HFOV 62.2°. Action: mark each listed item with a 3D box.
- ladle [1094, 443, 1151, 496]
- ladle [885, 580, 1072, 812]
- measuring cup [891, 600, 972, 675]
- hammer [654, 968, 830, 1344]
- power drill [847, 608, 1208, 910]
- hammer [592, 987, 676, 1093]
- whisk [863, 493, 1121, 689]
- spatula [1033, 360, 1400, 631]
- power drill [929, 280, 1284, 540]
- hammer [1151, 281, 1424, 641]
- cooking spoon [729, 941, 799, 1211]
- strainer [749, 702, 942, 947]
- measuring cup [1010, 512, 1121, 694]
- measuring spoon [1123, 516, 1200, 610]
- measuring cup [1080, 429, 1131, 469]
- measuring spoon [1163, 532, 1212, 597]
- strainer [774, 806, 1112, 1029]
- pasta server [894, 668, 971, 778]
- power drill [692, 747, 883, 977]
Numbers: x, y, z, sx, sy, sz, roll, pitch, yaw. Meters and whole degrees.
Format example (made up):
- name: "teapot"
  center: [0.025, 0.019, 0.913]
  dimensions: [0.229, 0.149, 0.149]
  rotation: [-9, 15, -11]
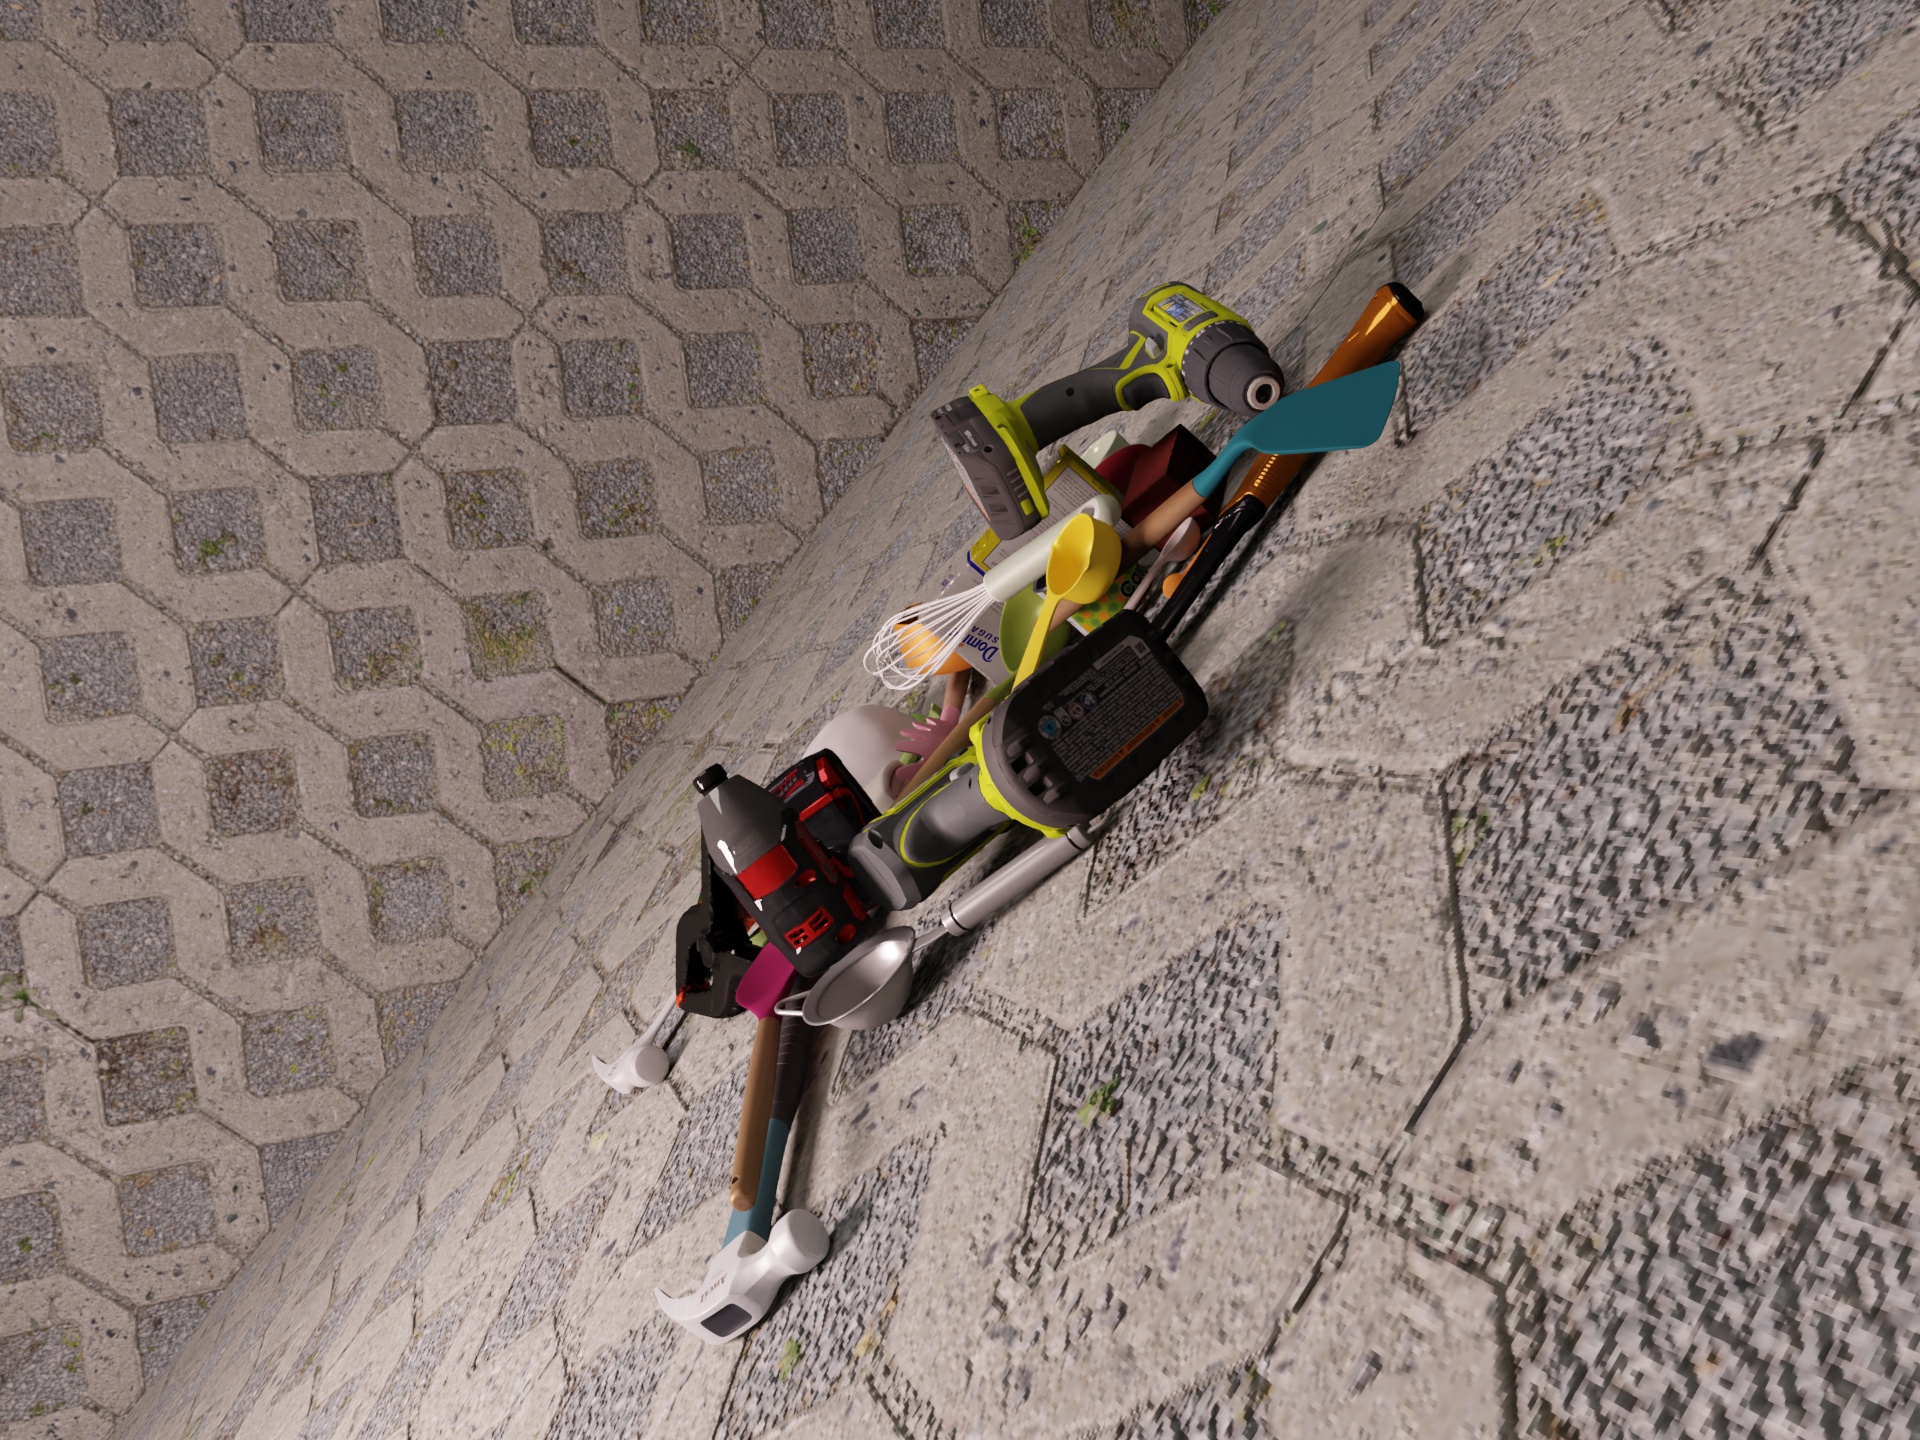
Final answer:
- name: "ladle"
  center: [0.073, -0.151, 1.400]
  dimensions: [0.069, 0.031, 0.315]
  rotation: [-10, -16, -34]
- name: "ladle"
  center: [-0.002, -0.004, 1.109]
  dimensions: [0.320, 0.062, 0.078]
  rotation: [-51, -5, -46]
- name: "measuring cup"
  center: [0.022, -0.086, 1.354]
  dimensions: [0.173, 0.052, 0.095]
  rotation: [-25, 19, -35]
- name: "hammer"
  center: [-0.115, 0.247, 0.981]
  dimensions: [0.128, 0.033, 0.331]
  rotation: [-45, 15, 19]
- name: "power drill"
  center: [0.040, 0.024, 0.929]
  dimensions: [0.171, 0.080, 0.223]
  rotation: [-38, 0, -30]
- name: "hammer"
  center: [-0.210, 0.167, 1.472]
  dimensions: [0.144, 0.035, 0.406]
  rotation: [-29, 25, 55]
- name: "whisk"
  center: [0.020, -0.091, 1.141]
  dimensions: [0.246, 0.059, 0.058]
  rotation: [-33, 56, 34]
- name: "spatula"
  center: [0.144, -0.125, 1.002]
  dimensions: [0.317, 0.044, 0.082]
  rotation: [-39, 20, 48]
- name: "power drill"
  center: [0.107, -0.222, 1.130]
  dimensions: [0.228, 0.080, 0.191]
  rotation: [-28, 32, 1]
- name: "hammer"
  center: [0.190, -0.147, 1.026]
  dimensions: [0.337, 0.034, 0.127]
  rotation: [-53, 15, -9]
- name: "cooking spoon"
  center: [-0.123, 0.207, 1.002]
  dimensions: [0.069, 0.017, 0.319]
  rotation: [-37, 16, 10]
- name: "strainer"
  center: [-0.126, 0.077, 1.366]
  dimensions: [0.256, 0.069, 0.151]
  rotation: [-56, 15, -25]
- name: "measuring cup"
  center: [0.065, -0.058, 1.042]
  dimensions: [0.156, 0.029, 0.062]
  rotation: [-70, 24, 12]
- name: "measuring spoon"
  center: [0.131, -0.086, 1.106]
  dimensions: [0.124, 0.018, 0.034]
  rotation: [-56, 8, 7]
- name: "measuring cup"
  center: [0.096, -0.187, 1.416]
  dimensions: [0.167, 0.038, 0.083]
  rotation: [-45, 15, 32]
- name: "measuring spoon"
  center: [0.173, -0.131, 1.081]
  dimensions: [0.117, 0.011, 0.021]
  rotation: [-52, 14, -6]
- name: "strainer"
  center: [-0.007, 0.124, 0.943]
  dimensions: [0.258, 0.050, 0.087]
  rotation: [-38, 13, 24]
- name: "pasta server"
  center: [-0.013, -0.016, 1.317]
  dimensions: [0.040, 0.060, 0.316]
  rotation: [-6, 23, 8]
- name: "power drill"
  center: [-0.107, 0.084, 1.056]
  dimensions: [0.078, 0.143, 0.219]
  rotation: [-38, -1, 6]
